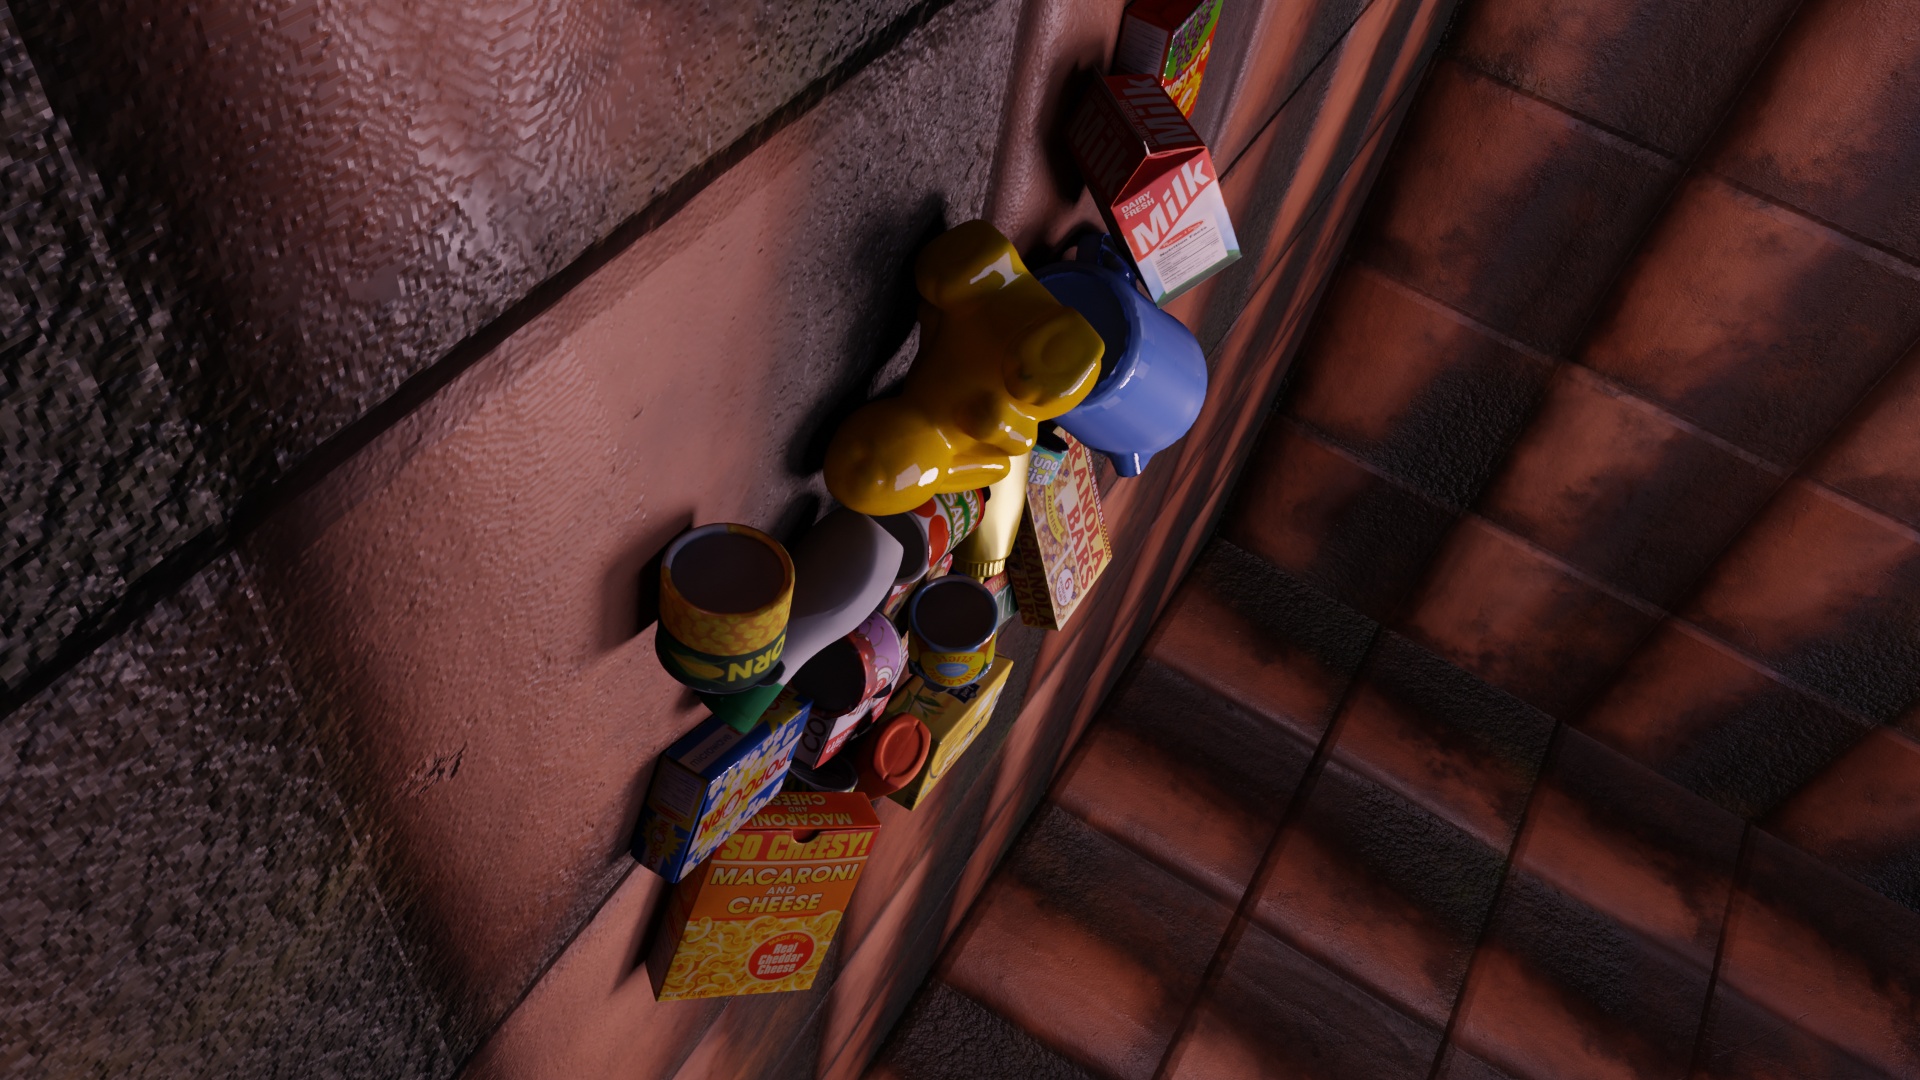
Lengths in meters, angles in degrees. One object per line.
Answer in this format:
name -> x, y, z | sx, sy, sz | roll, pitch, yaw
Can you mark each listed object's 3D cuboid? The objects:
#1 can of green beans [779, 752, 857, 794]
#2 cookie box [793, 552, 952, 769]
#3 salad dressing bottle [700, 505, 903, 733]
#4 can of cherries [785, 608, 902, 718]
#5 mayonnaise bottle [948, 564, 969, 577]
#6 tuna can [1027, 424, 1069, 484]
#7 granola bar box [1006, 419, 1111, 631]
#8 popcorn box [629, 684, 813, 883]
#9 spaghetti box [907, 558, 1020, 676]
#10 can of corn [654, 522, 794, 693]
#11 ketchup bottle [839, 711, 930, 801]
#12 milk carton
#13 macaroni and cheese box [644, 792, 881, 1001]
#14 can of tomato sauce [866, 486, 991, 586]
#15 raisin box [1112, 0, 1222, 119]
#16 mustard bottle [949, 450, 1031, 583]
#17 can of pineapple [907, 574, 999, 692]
can of green beans -> -0.118, 0.189, 1.037 | 0.057, 0.071, 0.071 | -64, 167, 17
cookie box -> -0.068, 0.077, 1.041 | 0.166, 0.040, 0.123 | -65, 166, 20
salad dressing bottle -> -0.097, 0.048, 0.837 | 0.148, 0.064, 0.044 | -51, 147, -5
can of cherries -> -0.079, 0.083, 0.945 | 0.071, 0.071, 0.058 | -65, 166, 20
mayonnaise bottle -> 0.004, -0.014, 1.123 | 0.065, 0.041, 0.147 | -48, 165, -20
tuna can -> 0.052, -0.072, 1.109 | 0.032, 0.071, 0.071 | -64, 166, 18
granola bar box -> 0.080, -0.023, 1.230 | 0.125, 0.039, 0.164 | -49, 134, -45
popcorn box -> -0.151, 0.150, 0.890 | 0.127, 0.038, 0.084 | -37, 152, -60
spaghetti box -> 0.025, 0.047, 1.212 | 0.251, 0.028, 0.050 | -35, 122, -54
can of corn -> -0.117, 0.035, 0.698 | 0.071, 0.071, 0.058 | -48, 162, -43
ketchup bottle -> -0.080, 0.182, 1.105 | 0.148, 0.043, 0.065 | -35, -162, 53
milk carton -> 0.127, -0.240, 0.932 | 0.073, 0.072, 0.190 | -32, 156, 8
macaroni and cheese box -> -0.142, 0.256, 0.996 | 0.124, 0.040, 0.165 | 6, 120, -32
can of tomato sauce -> -0.029, -0.015, 0.928 | 0.083, 0.071, 0.070 | -42, 158, -53
raisin box -> 0.138, -0.328, 0.959 | 0.086, 0.040, 0.122 | -53, 164, -30
mustard bottle -> 0.015, -0.025, 1.018 | 0.065, 0.049, 0.159 | -14, 117, -41
can of pineapple -> -0.006, 0.068, 1.018 | 0.071, 0.071, 0.057 | -53, 163, -28
